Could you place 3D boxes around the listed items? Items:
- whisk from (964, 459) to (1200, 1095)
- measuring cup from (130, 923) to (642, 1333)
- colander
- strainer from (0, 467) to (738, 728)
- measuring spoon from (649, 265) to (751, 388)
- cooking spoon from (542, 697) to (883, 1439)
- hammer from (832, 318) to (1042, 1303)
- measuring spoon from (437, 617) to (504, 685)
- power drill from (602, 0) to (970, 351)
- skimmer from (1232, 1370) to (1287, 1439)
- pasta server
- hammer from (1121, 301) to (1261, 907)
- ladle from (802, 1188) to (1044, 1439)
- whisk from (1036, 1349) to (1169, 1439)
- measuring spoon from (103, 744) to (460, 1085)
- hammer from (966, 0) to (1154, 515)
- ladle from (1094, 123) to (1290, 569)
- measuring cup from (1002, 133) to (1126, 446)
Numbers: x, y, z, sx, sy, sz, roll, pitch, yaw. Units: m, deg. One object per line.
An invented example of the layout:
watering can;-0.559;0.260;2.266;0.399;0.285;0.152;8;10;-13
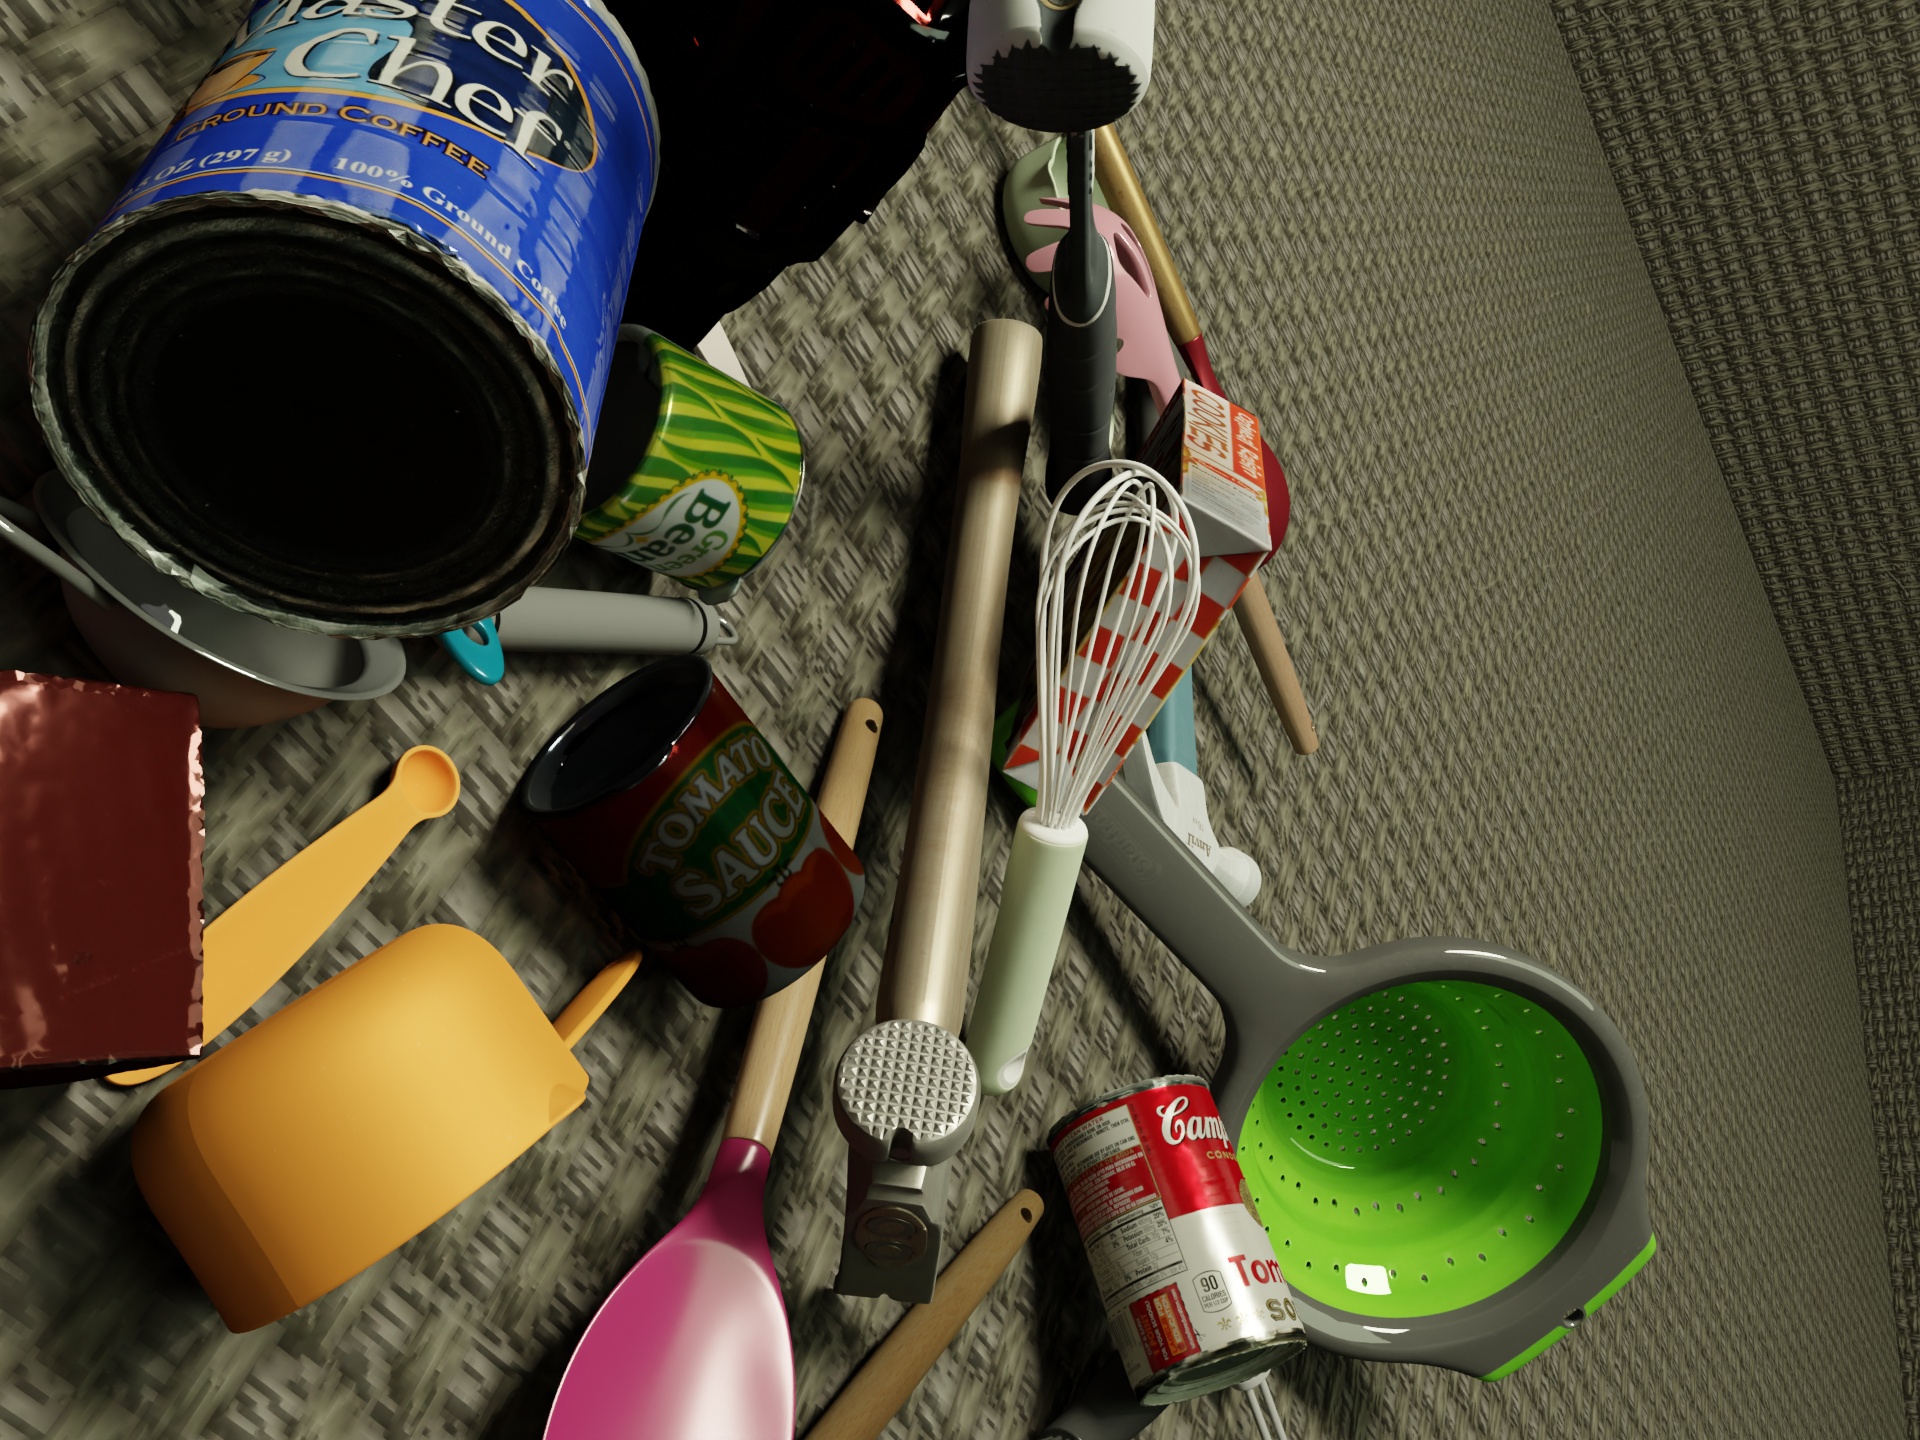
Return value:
whisk;0.033;0.029;0.547;0.058;0.059;0.246;-20;130;-49
measuring cup;-0.125;0.073;0.387;0.052;0.095;0.174;57;16;-7
colander;0.149;0.128;0.728;0.397;0.204;0.094;46;6;-13
strainer;-0.139;-0.026;0.423;0.087;0.050;0.258;42;20;22
measuring spoon;-0.095;-0.135;0.555;0.034;0.018;0.124;-36;101;-54
cooking spoon;-0.058;0.106;0.474;0.068;0.017;0.319;35;41;-22
hammer;-0.001;-0.002;0.585;0.146;0.038;0.411;97;0;-49
measuring spoon;-0.136;-0.063;0.410;0.042;0.021;0.129;18;37;-55
power drill;-0.122;-0.199;0.428;0.226;0.188;0.080;32;56;-22
skimmer;0.170;0.331;0.682;0.127;0.090;0.363;-32;103;-54
pasta server;0.113;-0.108;0.771;0.316;0.040;0.060;62;36;-28
hammer;0.104;-0.079;0.800;0.128;0.033;0.331;31;53;-48
ladle;-0.039;0.219;0.461;0.078;0.062;0.320;55;32;3
whisk;0.036;0.258;0.564;0.239;0.055;0.055;-3;80;-60
measuring spoon;-0.164;0.045;0.389;0.021;0.011;0.117;59;41;-22
hammer;0.037;-0.155;0.504;0.408;0.036;0.149;70;23;-77
ladle;0.102;-0.213;0.789;0.315;0.031;0.069;61;35;-23
measuring cup;0.052;-0.202;0.770;0.083;0.038;0.168;19;64;-51
